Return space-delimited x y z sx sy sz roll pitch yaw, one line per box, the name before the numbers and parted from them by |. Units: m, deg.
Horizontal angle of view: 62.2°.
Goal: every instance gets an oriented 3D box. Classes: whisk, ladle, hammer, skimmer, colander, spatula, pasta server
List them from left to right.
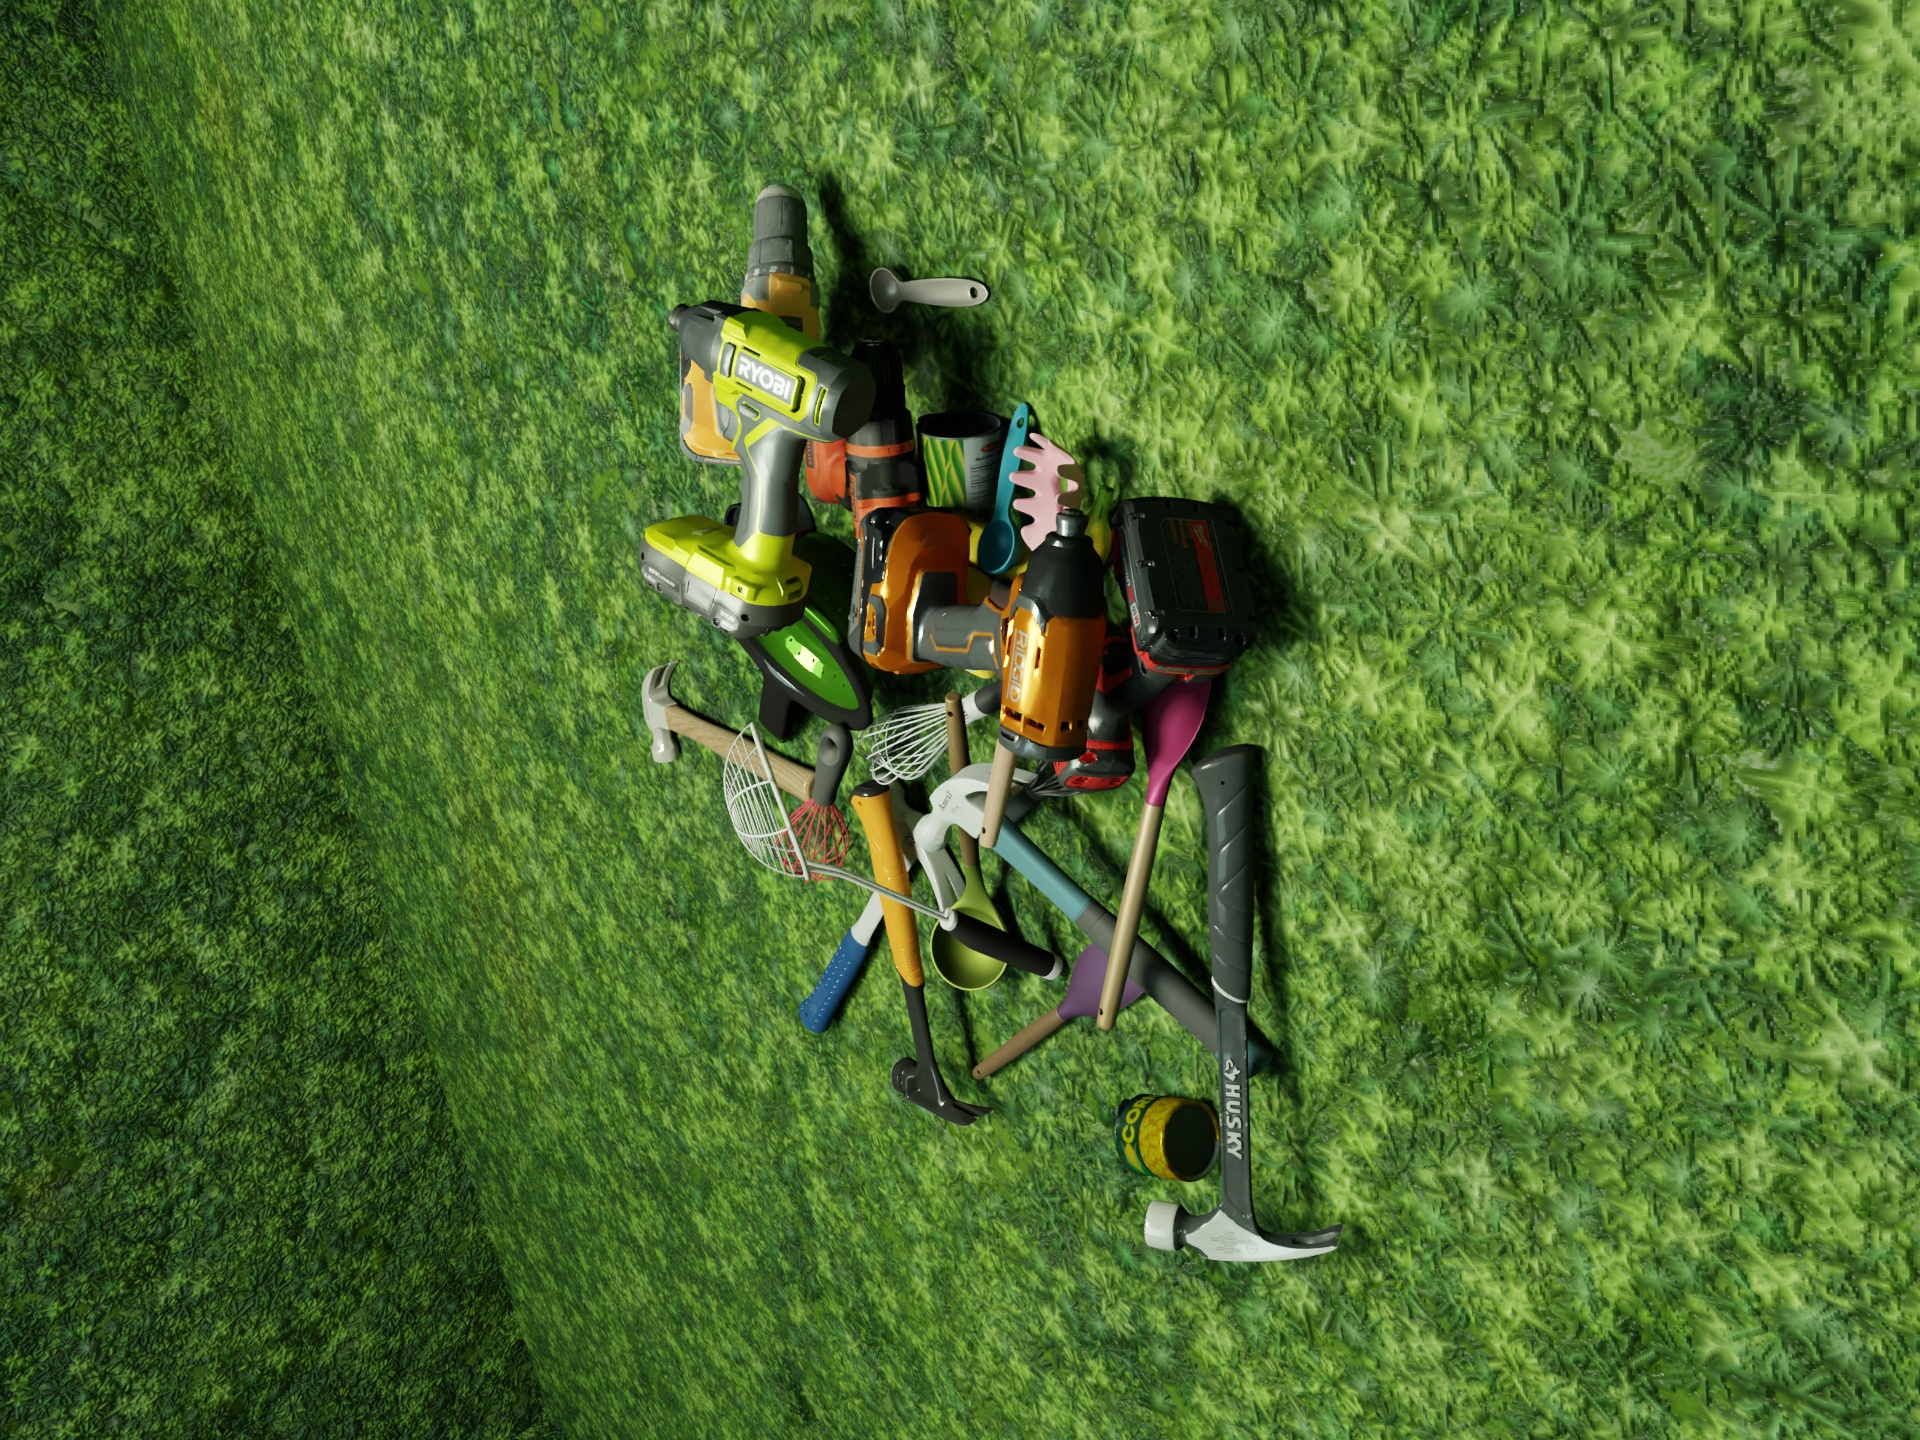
hammer | -0.250 0.023 1.703 0.331 0.031 0.130 22 127 46
colander | -0.136 -0.070 1.455 0.204 0.094 0.397 43 161 5
whisk | -0.130 0.080 1.507 0.073 0.073 0.295 53 154 19
hammer | -0.095 0.217 1.605 0.144 0.035 0.405 53 144 20
hammer | -0.047 0.215 1.474 0.127 0.034 0.336 13 119 51
skimmer | -0.040 0.118 1.285 0.090 0.363 0.127 -54 30 14
whisk | -0.003 -0.005 1.333 0.284 0.070 0.070 -27 87 52
ladle | 0.002 0.108 1.344 0.078 0.062 0.319 16 135 23
pasta server | 0.043 -0.050 1.156 0.060 0.040 0.316 37 122 50
whisk | 0.064 0.057 1.289 0.055 0.055 0.239 61 150 7
spatula | 0.079 0.265 1.412 0.060 0.018 0.315 60 145 16
hammer | 0.106 0.158 1.238 0.331 0.033 0.128 42 137 12
hammer | 0.203 0.215 1.159 0.149 0.036 0.408 3 107 22

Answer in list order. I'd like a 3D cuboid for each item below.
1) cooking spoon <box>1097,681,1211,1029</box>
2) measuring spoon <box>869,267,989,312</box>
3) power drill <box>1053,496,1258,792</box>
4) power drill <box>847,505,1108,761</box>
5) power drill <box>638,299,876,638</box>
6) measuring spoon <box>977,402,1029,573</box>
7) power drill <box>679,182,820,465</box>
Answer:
cooking spoon | 0.137 0.083 1.160 0.069 0.017 0.318 35 120 52
measuring spoon | -0.021 -0.326 1.204 0.124 0.018 0.034 16 121 41
power drill | 0.115 -0.055 1.105 0.219 0.078 0.143 124 143 -57
power drill | 0.016 -0.083 1.100 0.227 0.084 0.164 29 118 48
power drill | -0.163 -0.190 1.184 0.171 0.080 0.223 31 122 22
measuring spoon | 0.041 -0.170 1.175 0.042 0.021 0.128 10 88 51
power drill | -0.171 -0.316 1.307 0.226 0.084 0.185 166 105 -67
